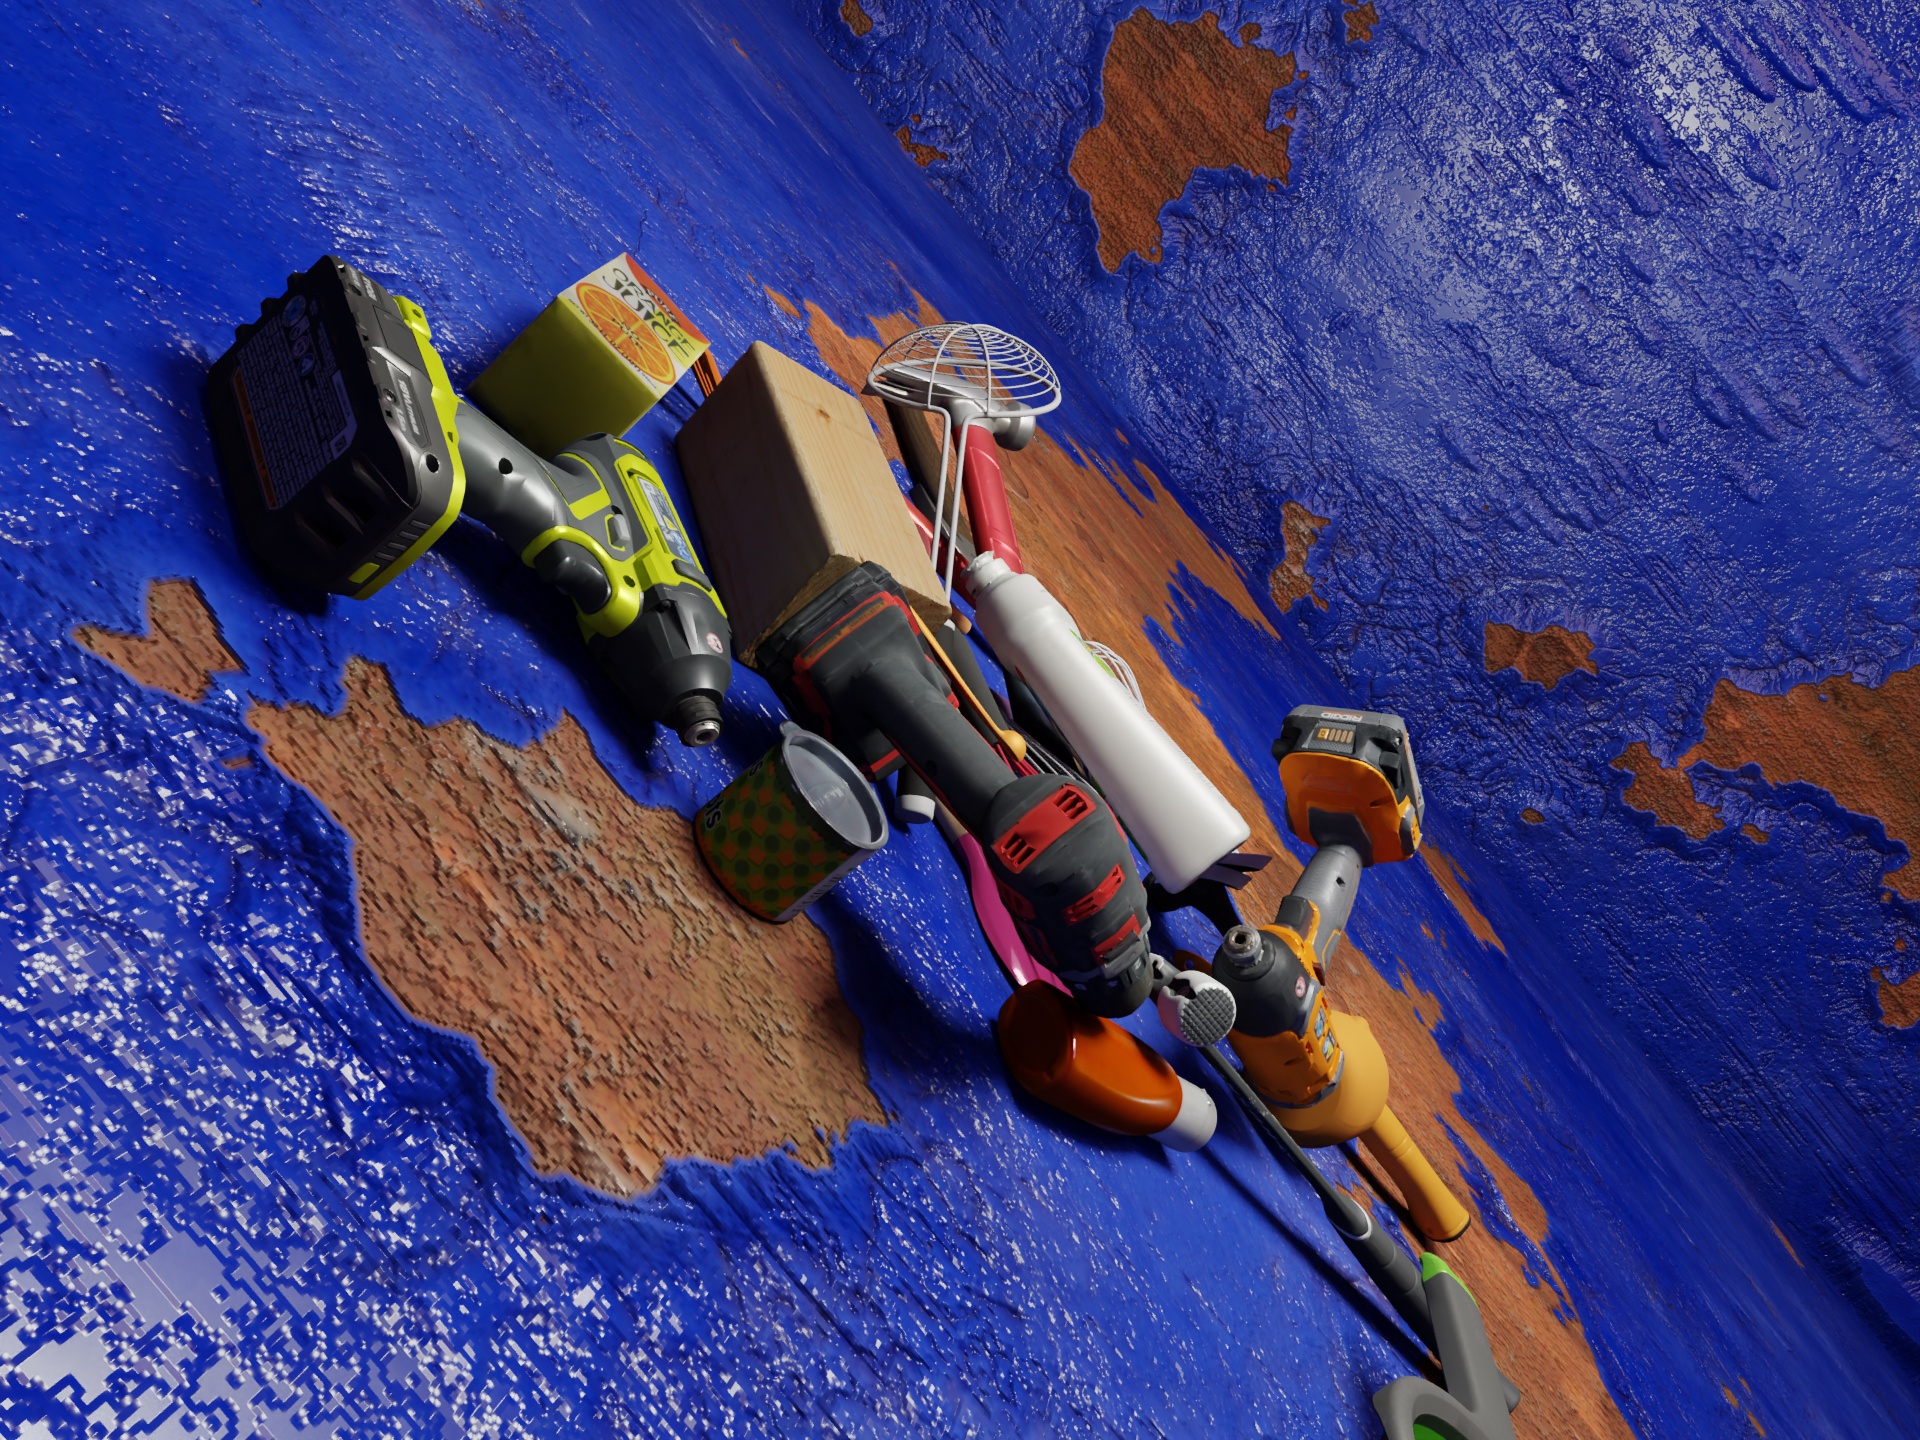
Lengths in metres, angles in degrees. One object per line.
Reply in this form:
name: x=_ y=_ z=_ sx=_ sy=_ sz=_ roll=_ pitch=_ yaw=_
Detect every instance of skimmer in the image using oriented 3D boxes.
skimmer: x=-0.010 y=-0.100 z=0.981 sx=0.090 sy=0.127 sz=0.364 roll=96 pitch=0 yaw=-67

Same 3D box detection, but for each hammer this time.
hammer: x=0.025 y=-0.088 z=1.234 sx=0.359 sy=0.036 sz=0.149 roll=45 pitch=4 yaw=-8
hammer: x=0.215 y=0.281 z=0.945 sx=0.408 sy=0.036 sz=0.149 roll=51 pitch=-10 yaw=-18
hammer: x=0.260 y=0.233 z=1.120 sx=0.337 sy=0.034 sz=0.127 roll=54 pitch=-25 yaw=-7
hammer: x=-0.026 y=-0.216 z=1.395 sx=0.129 sy=0.031 sz=0.332 roll=38 pitch=22 yaw=-36
hammer: x=0.020 y=-0.096 z=1.143 sx=0.143 sy=0.038 sz=0.387 roll=11 pitch=53 yaw=-32

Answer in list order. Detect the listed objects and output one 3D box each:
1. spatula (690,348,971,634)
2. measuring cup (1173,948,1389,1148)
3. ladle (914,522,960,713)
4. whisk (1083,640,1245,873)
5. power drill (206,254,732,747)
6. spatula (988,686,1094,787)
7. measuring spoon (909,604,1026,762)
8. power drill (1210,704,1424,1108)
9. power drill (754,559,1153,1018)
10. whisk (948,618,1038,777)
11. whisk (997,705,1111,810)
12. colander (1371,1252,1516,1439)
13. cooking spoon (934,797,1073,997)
spatula: x=-0.091 y=-0.158 z=1.106 sx=0.322 sy=0.041 sz=0.081 roll=39 pitch=5 yaw=-36
measuring cup: x=0.198 y=0.209 z=1.049 sx=0.174 sy=0.095 sz=0.052 roll=39 pitch=16 yaw=27
ladle: x=-0.002 y=-0.003 z=1.006 sx=0.031 sy=0.069 sz=0.316 roll=4 pitch=50 yaw=-39
whisk: x=0.167 y=0.034 z=1.355 sx=0.058 sy=0.059 sz=0.246 roll=-35 pitch=89 yaw=-36
power drill: x=-0.187 y=-0.081 z=0.670 sx=0.223 sy=0.080 sz=0.171 roll=29 pitch=27 yaw=-55
spatula: x=0.091 y=0.035 z=1.203 sx=0.315 sy=0.018 sz=0.060 roll=32 pitch=27 yaw=-43
measuring spoon: x=-0.001 y=-0.027 z=0.841 sx=0.117 sy=0.011 sz=0.021 roll=53 pitch=-8 yaw=0
power drill: x=0.214 y=0.103 z=0.974 sx=0.227 sy=0.084 sz=0.164 roll=-65 pitch=145 yaw=-27
power drill: x=0.010 y=0.044 z=0.781 sx=0.227 sy=0.080 sz=0.187 roll=44 pitch=-11 yaw=33
whisk: x=0.030 y=0.033 z=0.924 sx=0.073 sy=0.073 sz=0.296 roll=29 pitch=27 yaw=-49
whisk: x=0.016 y=0.001 z=1.042 sx=0.070 sy=0.070 sz=0.285 roll=25 pitch=26 yaw=-53
colander: x=0.218 y=0.373 z=0.732 sx=0.204 sy=0.094 sz=0.397 roll=51 pitch=14 yaw=-2
cooking spoon: x=-0.010 y=0.048 z=0.933 sx=0.319 sy=0.017 sz=0.068 roll=58 pitch=18 yaw=20
